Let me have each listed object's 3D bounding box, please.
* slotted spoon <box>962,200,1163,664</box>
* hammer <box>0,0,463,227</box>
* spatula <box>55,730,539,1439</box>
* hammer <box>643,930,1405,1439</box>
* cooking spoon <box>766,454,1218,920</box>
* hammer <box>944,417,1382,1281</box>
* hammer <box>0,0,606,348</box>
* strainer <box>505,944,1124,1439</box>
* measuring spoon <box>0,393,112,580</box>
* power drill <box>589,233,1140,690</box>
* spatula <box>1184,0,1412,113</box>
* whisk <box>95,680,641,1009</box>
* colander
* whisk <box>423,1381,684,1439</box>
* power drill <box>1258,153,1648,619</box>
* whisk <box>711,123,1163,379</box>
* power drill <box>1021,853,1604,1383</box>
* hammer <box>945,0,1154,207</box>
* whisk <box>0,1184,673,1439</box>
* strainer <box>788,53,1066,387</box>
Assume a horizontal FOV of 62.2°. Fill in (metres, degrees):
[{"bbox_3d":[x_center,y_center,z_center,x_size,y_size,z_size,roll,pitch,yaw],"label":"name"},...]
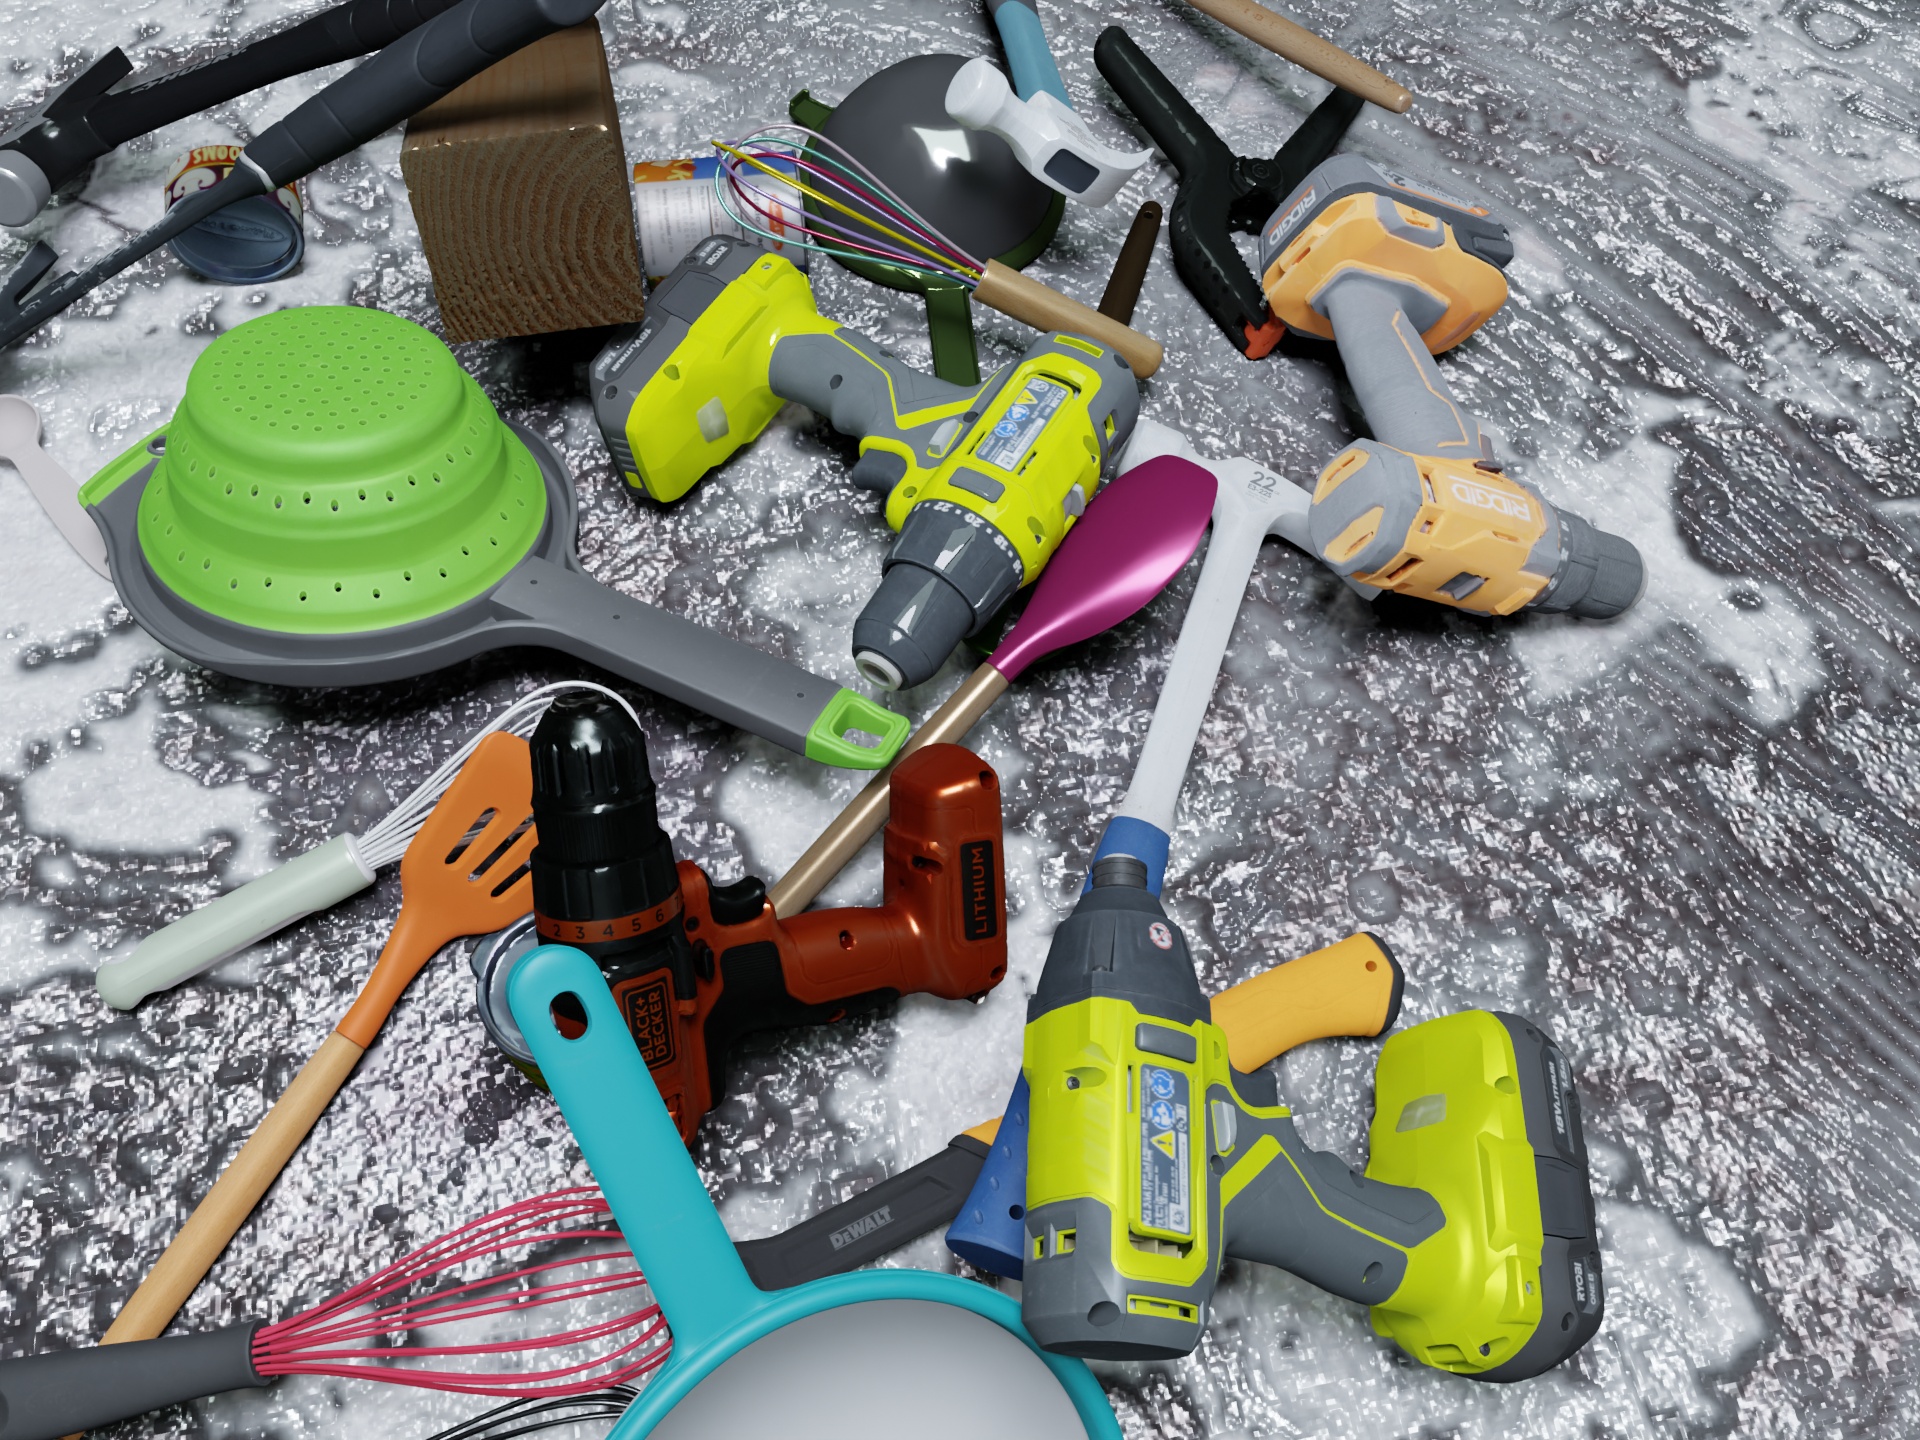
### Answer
[{"bbox_3d":[0.061,-0.154,0.812,0.070,0.031,0.314,17,63,4],"label":"slotted spoon"},{"bbox_3d":[-0.324,-0.339,0.794,0.335,0.035,0.146,-14,41,12],"label":"hammer"},{"bbox_3d":[-0.257,0.150,0.634,0.081,0.041,0.323,46,66,-32],"label":"spatula"},{"bbox_3d":[0.032,0.161,0.653,0.337,0.034,0.127,-23,69,-14],"label":"hammer"},{"bbox_3d":[-0.001,-0.002,0.701,0.319,0.017,0.069,-47,48,-8],"label":"cooking spoon"},{"bbox_3d":[0.086,0.040,0.683,0.144,0.035,0.406,23,58,0],"label":"hammer"},{"bbox_3d":[-0.319,-0.235,0.701,0.409,0.036,0.149,-19,40,23],"label":"hammer"},{"bbox_3d":[-0.076,0.226,0.531,0.211,0.095,0.340,-27,98,-25],"label":"strainer"},{"bbox_3d":[-0.435,-0.108,0.769,0.034,0.018,0.124,-39,79,-19],"label":"measuring spoon"},{"bbox_3d":[-0.055,-0.124,0.740,0.229,0.080,0.191,26,65,20],"label":"power drill"},{"bbox_3d":[0.144,-0.428,0.918,0.082,0.044,0.318,-25,53,-26],"label":"spatula"},{"bbox_3d":[-0.250,0.056,0.682,0.246,0.058,0.059,-29,101,-11],"label":"whisk"},{"bbox_3d":[-0.201,-0.086,0.689,0.397,0.094,0.205,23,47,11],"label":"colander"},{"bbox_3d":[-0.217,0.279,0.578,0.239,0.055,0.055,-7,65,-1],"label":"whisk"},{"bbox_3d":[0.243,-0.152,0.780,0.185,0.084,0.226,10,59,-27],"label":"power drill"},{"bbox_3d":[-0.010,-0.226,0.783,0.245,0.047,0.051,23,74,-12],"label":"whisk"},{"bbox_3d":[0.125,0.151,0.585,0.223,0.080,0.171,19,58,-26],"label":"power drill"},{"bbox_3d":[0.029,-0.393,0.876,0.128,0.033,0.331,23,40,-34],"label":"hammer"},{"bbox_3d":[-0.232,0.224,0.572,0.296,0.073,0.073,-11,65,-1],"label":"whisk"},{"bbox_3d":[-0.009,-0.264,0.837,0.151,0.069,0.257,-4,63,-6],"label":"strainer"}]
